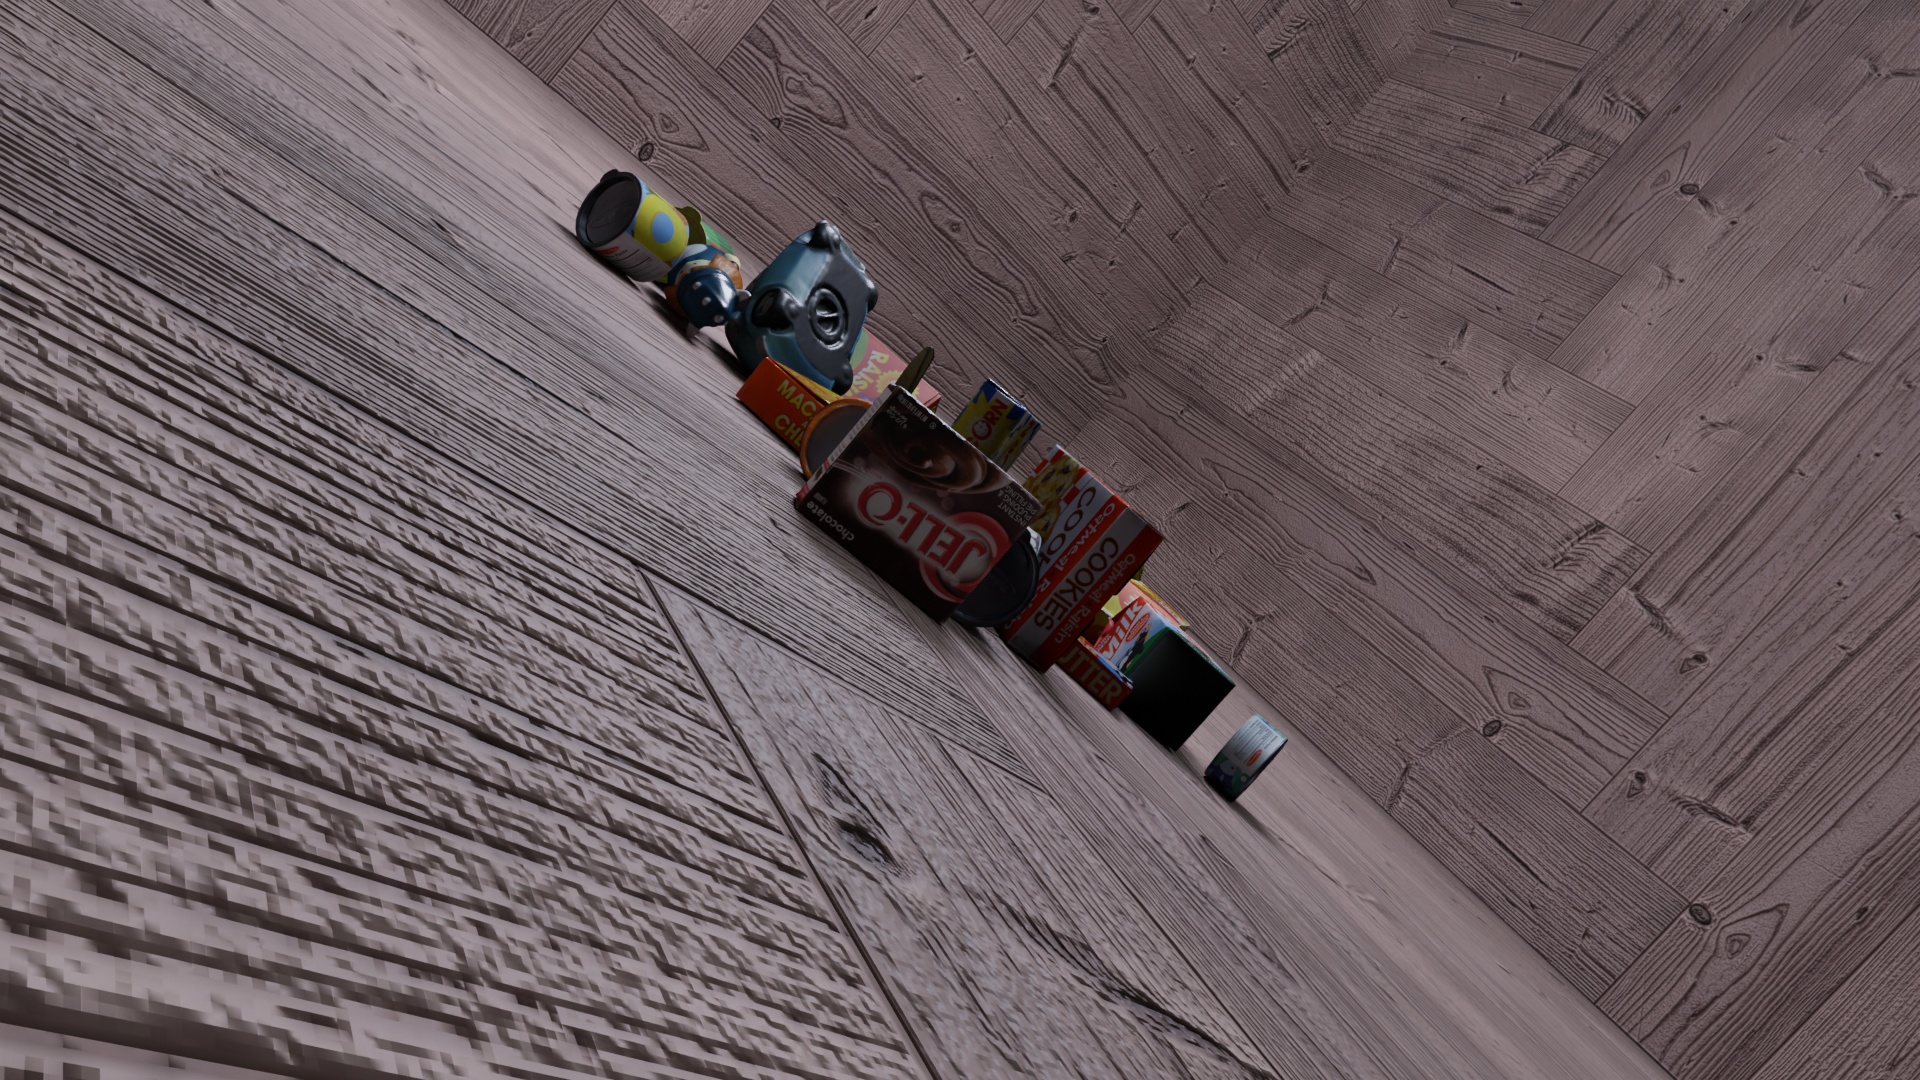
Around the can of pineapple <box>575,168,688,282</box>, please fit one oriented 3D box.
[{"bbox_3d":[-0.253,-0.243,1.076,0.071,0.071,0.058,45,5,37],"label":"can of pineapple"}]

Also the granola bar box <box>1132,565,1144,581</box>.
[{"bbox_3d":[0.127,0.022,1.493,0.124,0.039,0.165,14,-1,13],"label":"granola bar box"}]

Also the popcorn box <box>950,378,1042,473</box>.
[{"bbox_3d":[0.001,-0.048,0.979,0.038,0.126,0.085,38,4,10],"label":"popcorn box"}]

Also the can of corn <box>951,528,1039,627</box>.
[{"bbox_3d":[0.013,0.012,0.871,0.071,0.071,0.058,40,5,-16],"label":"can of corn"}]

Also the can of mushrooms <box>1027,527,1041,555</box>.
[{"bbox_3d":[0.022,0.013,0.963,0.033,0.071,0.071,39,6,-18],"label":"can of mushrooms"}]

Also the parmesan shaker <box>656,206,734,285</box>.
[{"bbox_3d":[-0.244,-0.259,1.246,0.071,0.071,0.103,41,5,3],"label":"parmesan shaker"}]

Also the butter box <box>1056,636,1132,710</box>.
[{"bbox_3d":[0.084,0.083,1.048,0.103,0.024,0.053,42,5,4],"label":"butter box"}]

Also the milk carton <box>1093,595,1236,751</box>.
[{"bbox_3d":[0.162,0.104,1.167,0.072,0.073,0.191,40,5,-5],"label":"milk carton"}]

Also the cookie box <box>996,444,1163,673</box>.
[{"bbox_3d":[0.066,0.009,0.992,0.040,0.123,0.168,38,6,-21],"label":"cookie box"}]

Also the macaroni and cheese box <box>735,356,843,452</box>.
[{"bbox_3d":[-0.083,-0.070,1.030,0.124,0.040,0.166,41,5,13],"label":"macaroni and cheese box"}]

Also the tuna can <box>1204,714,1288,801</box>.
[{"bbox_3d":[0.228,0.174,1.111,0.033,0.071,0.071,41,5,18],"label":"tuna can"}]

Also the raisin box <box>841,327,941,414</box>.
[{"bbox_3d":[-0.091,-0.135,1.222,0.123,0.086,0.040,43,-30,13],"label":"raisin box"}]

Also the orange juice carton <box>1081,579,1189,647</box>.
[{"bbox_3d":[0.170,0.086,1.366,0.072,0.073,0.192,42,6,12],"label":"orange juice carton"}]

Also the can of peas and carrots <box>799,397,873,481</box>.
[{"bbox_3d":[-0.065,-0.053,0.901,0.071,0.071,0.058,44,6,26],"label":"can of peas and carrots"}]
